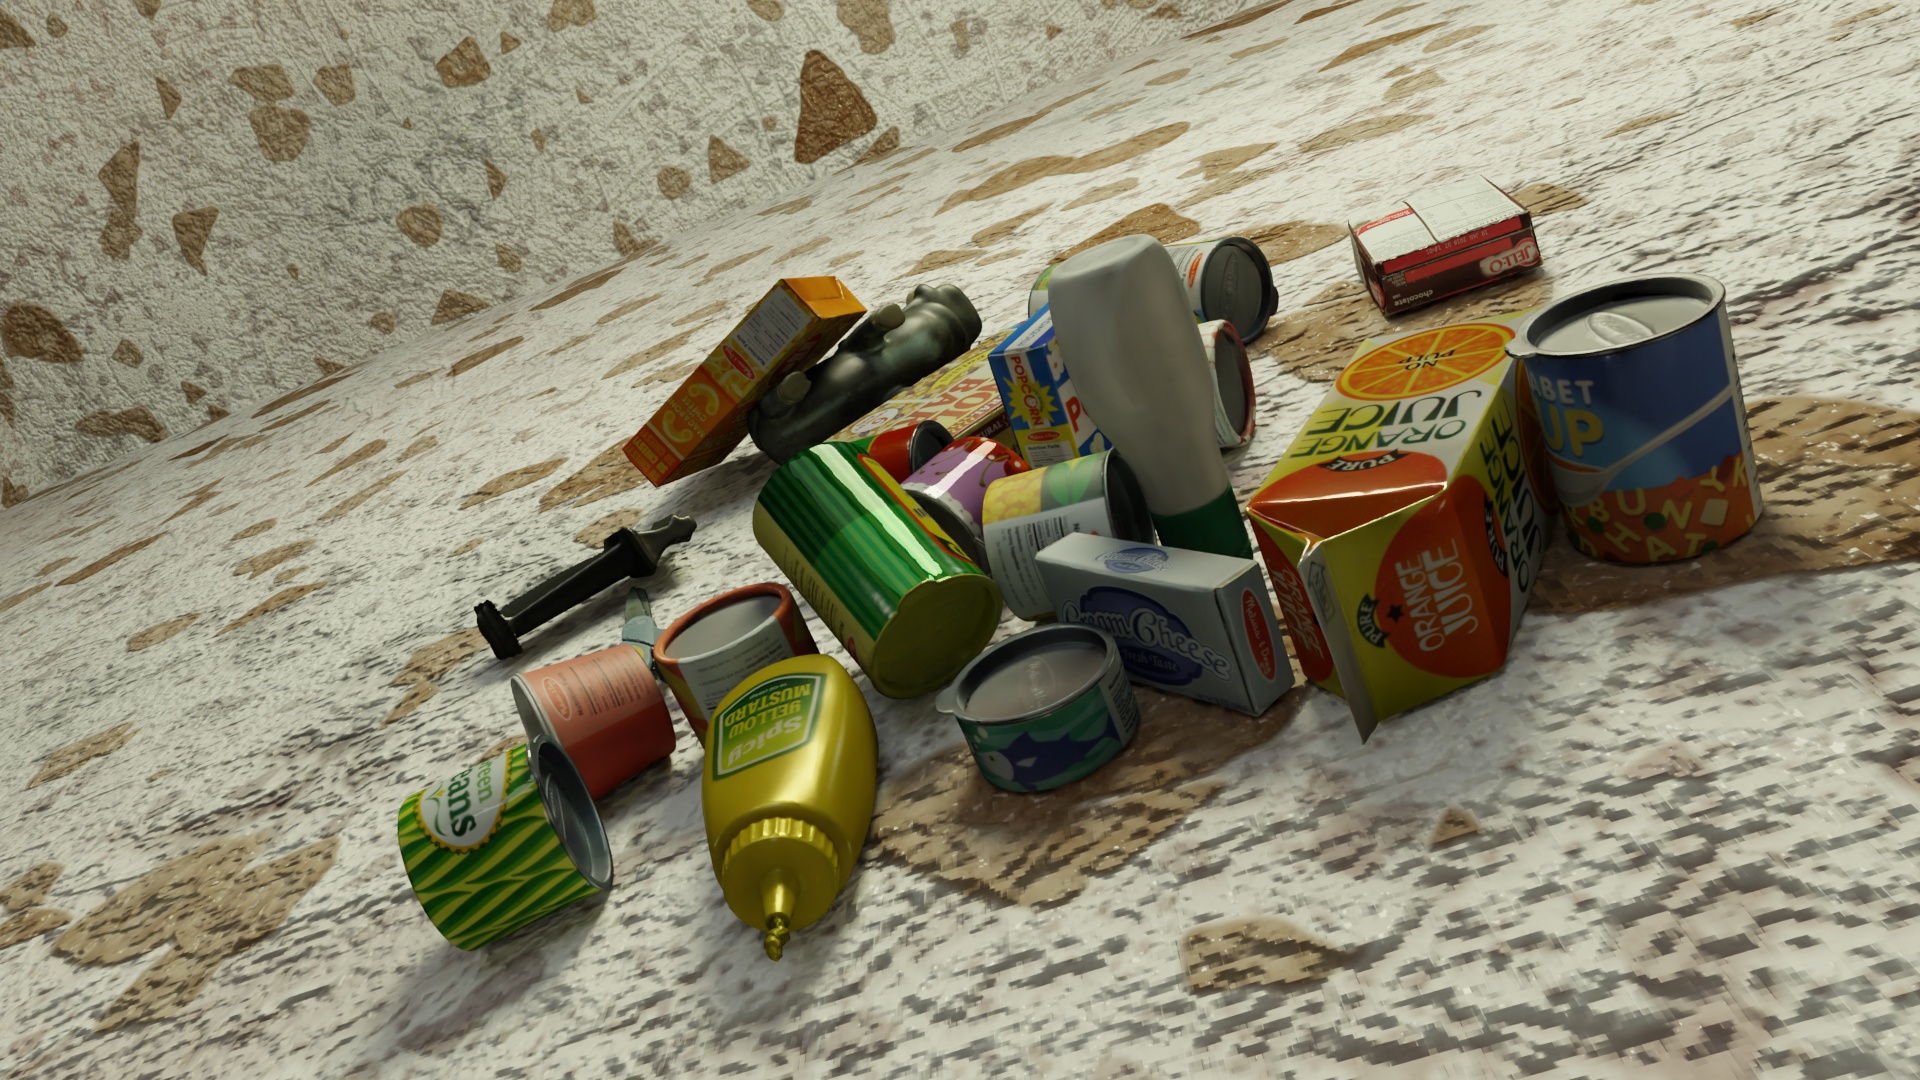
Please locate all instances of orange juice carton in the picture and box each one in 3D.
[{"bbox_3d":[0.164,-0.011,0.506,0.073,0.071,0.194,-7,26,37],"label":"orange juice carton"}]

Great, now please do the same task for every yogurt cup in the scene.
[{"bbox_3d":[-0.164,0.081,0.624,0.054,0.072,0.072,-24,20,-25],"label":"yogurt cup"}]

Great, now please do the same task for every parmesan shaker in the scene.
[{"bbox_3d":[-0.038,0.009,0.602,0.071,0.071,0.103,-30,52,-18],"label":"parmesan shaker"}]

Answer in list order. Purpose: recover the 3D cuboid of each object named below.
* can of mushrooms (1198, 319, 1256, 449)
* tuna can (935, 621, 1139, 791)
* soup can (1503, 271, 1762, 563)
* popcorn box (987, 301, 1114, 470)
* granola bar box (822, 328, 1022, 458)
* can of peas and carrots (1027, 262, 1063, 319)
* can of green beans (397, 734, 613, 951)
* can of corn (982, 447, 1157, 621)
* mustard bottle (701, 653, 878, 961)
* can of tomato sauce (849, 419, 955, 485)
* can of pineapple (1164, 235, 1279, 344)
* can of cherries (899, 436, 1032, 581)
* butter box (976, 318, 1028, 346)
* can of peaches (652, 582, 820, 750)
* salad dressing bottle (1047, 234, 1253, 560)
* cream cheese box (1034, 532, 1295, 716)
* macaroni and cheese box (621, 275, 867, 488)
[{"bbox_3d":[0.126,-0.079,0.712,0.033,0.070,0.071,-10,25,29],"label":"can of mushrooms"},{"bbox_3d":[0.029,0.062,0.519,0.071,0.032,0.071,-19,21,8],"label":"tuna can"},{"bbox_3d":[0.238,-0.042,0.492,0.071,0.083,0.071,-20,21,8],"label":"soup can"},{"bbox_3d":[0.070,-0.092,0.771,0.038,0.085,0.127,-6,27,35],"label":"popcorn box"},{"bbox_3d":[0.014,-0.083,0.868,0.166,0.039,0.124,-35,25,-29],"label":"granola bar box"},{"bbox_3d":[0.090,-0.155,0.926,0.071,0.070,0.058,-35,25,-29],"label":"can of peas and carrots"},{"bbox_3d":[-0.177,0.118,0.544,0.058,0.071,0.071,-25,21,-4],"label":"can of green beans"},{"bbox_3d":[0.049,-0.002,0.608,0.058,0.071,0.071,-14,23,22],"label":"can of corn"},{"bbox_3d":[-0.063,0.096,0.506,0.065,0.048,0.161,-23,21,4],"label":"mustard bottle"},{"bbox_3d":[-0.045,-0.022,0.747,0.083,0.071,0.071,-13,23,26],"label":"can of tomato sauce"},{"bbox_3d":[0.152,-0.152,0.863,0.071,0.070,0.058,-35,24,-29],"label":"can of pineapple"},{"bbox_3d":[0.002,-0.008,0.670,0.071,0.071,0.059,-2,28,42],"label":"can of cherries"},{"bbox_3d":[0.068,-0.149,0.992,0.104,0.024,0.053,-26,21,-10],"label":"butter box"},{"bbox_3d":[-0.095,0.058,0.615,0.071,0.058,0.071,-20,22,8],"label":"can of peaches"},{"bbox_3d":[0.083,-0.050,0.575,0.044,0.147,0.064,-2,28,44],"label":"salad dressing bottle"},{"bbox_3d":[0.074,0.029,0.525,0.024,0.053,0.104,-32,23,-28],"label":"cream cheese box"},{"bbox_3d":[-0.149,-0.115,0.977,0.166,0.040,0.124,-43,0,16],"label":"macaroni and cheese box"}]
